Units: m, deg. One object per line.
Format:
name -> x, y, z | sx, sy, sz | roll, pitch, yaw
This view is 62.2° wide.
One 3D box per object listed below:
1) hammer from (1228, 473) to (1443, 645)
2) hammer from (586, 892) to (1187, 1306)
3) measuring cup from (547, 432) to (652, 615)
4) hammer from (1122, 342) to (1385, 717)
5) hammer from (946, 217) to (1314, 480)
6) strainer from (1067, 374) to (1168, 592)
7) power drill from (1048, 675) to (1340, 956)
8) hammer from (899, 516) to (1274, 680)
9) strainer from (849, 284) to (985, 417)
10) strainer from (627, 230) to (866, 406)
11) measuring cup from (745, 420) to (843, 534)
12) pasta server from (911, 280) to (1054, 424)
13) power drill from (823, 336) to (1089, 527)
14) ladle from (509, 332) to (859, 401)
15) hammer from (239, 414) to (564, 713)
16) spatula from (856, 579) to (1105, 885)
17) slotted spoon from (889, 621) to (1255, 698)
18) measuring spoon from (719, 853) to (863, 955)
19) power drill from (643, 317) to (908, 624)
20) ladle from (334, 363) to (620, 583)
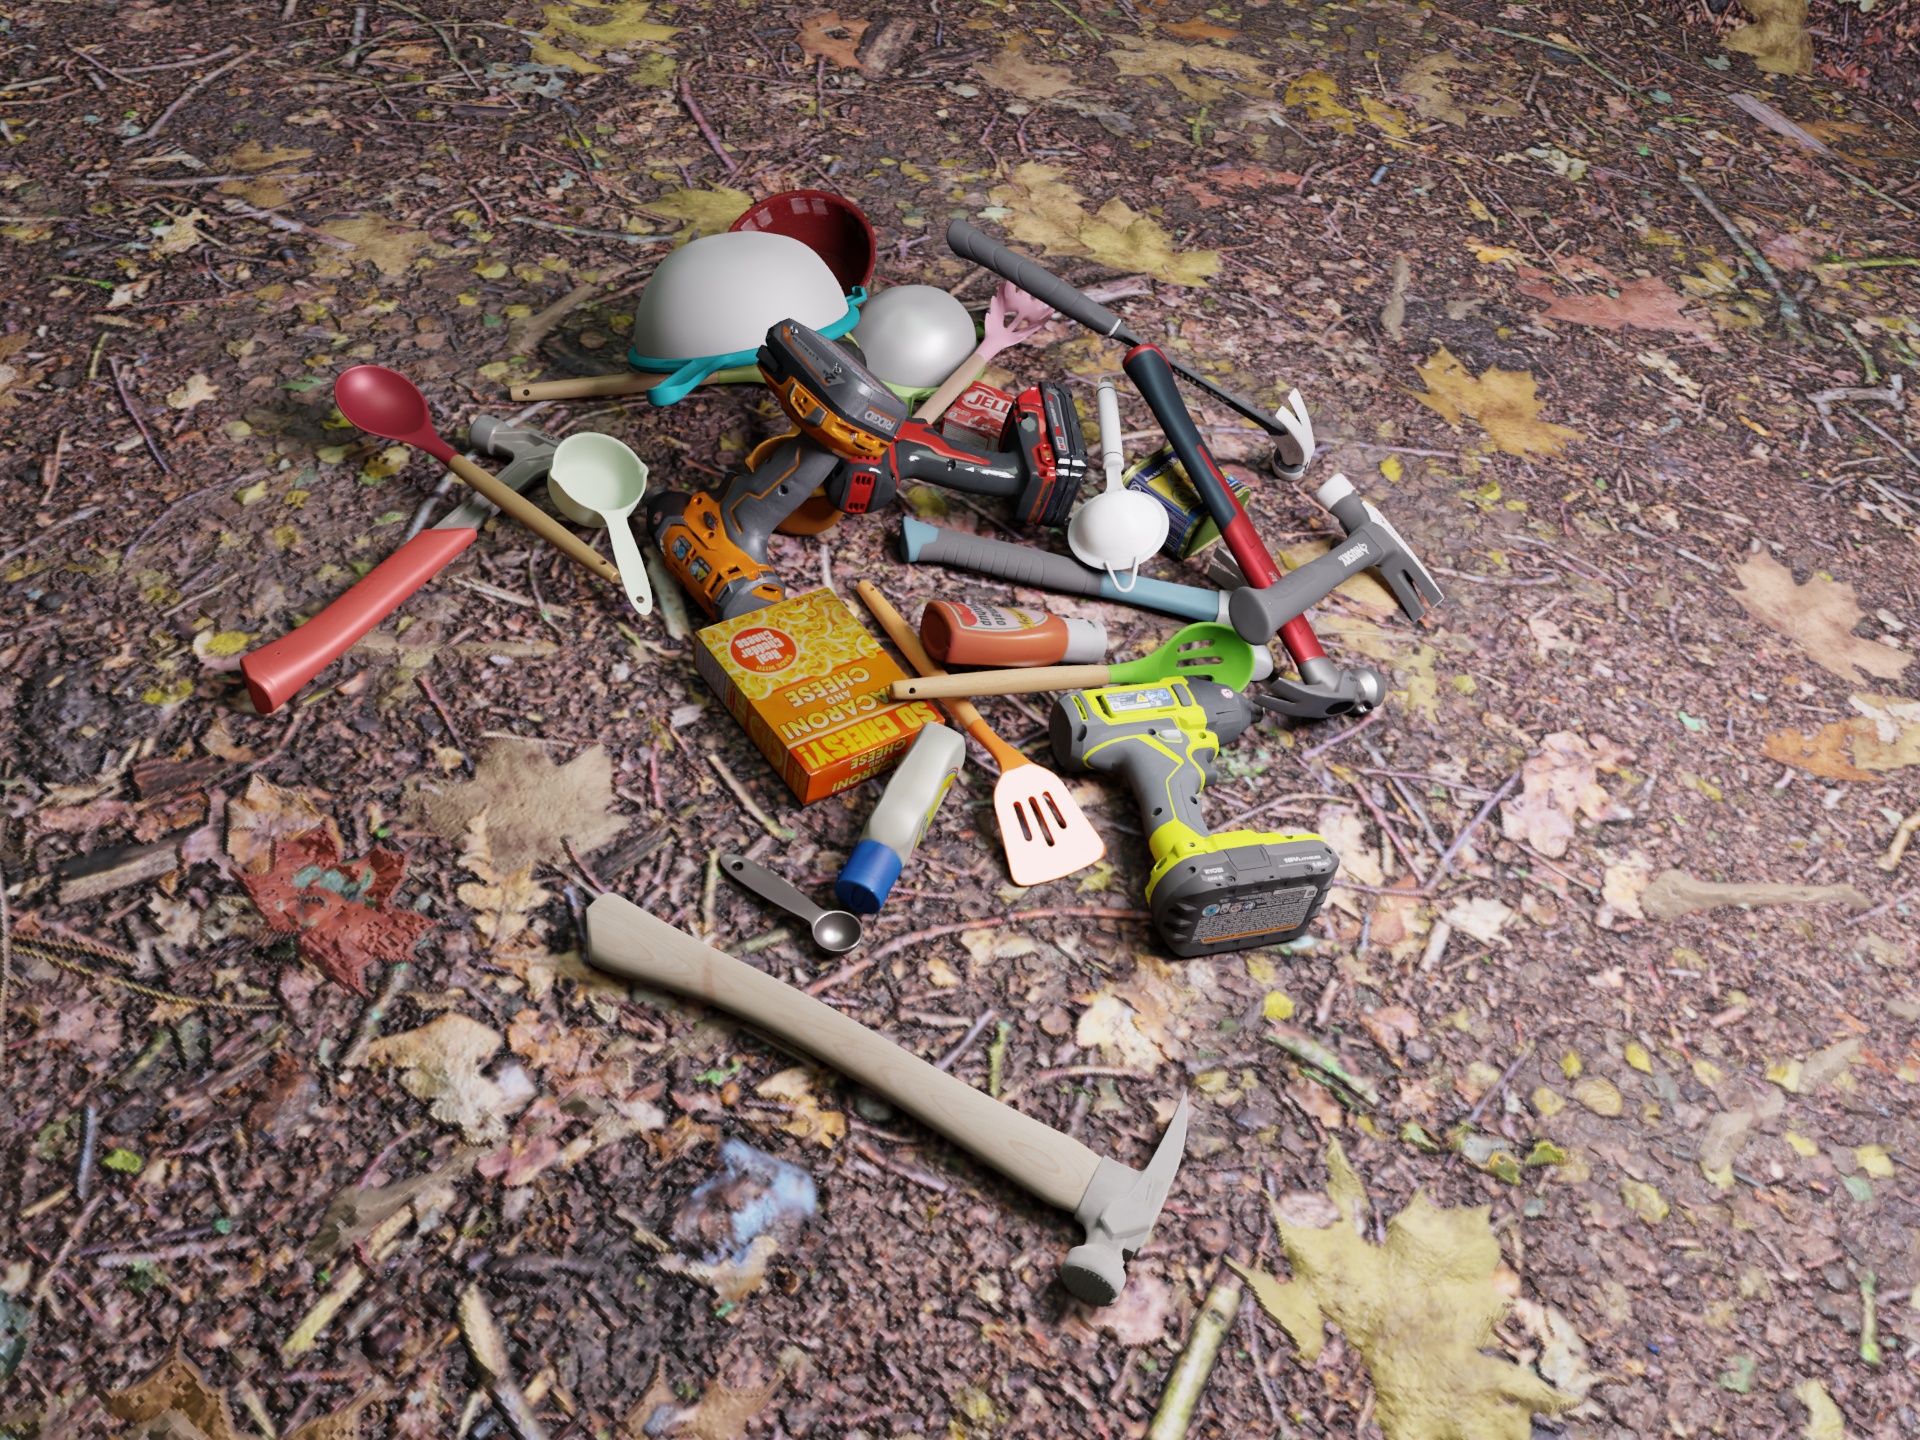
hammer -> 0.300, -0.114, 1.302 | 0.146, 0.035, 0.335 | 51, 35, 7
hammer -> -0.057, 0.208, 1.014 | 0.411, 0.038, 0.146 | 26, 46, 13
measuring cup -> -0.283, -0.152, 1.283 | 0.083, 0.038, 0.168 | -10, 71, -33
hammer -> 0.219, -0.169, 1.342 | 0.143, 0.038, 0.387 | 0, 56, -42
hammer -> 0.157, -0.361, 1.498 | 0.409, 0.149, 0.036 | 34, 87, 12
strainer -> 0.132, -0.221, 1.392 | 0.087, 0.050, 0.259 | -8, 50, 10
power drill -> 0.181, 0.057, 1.180 | 0.171, 0.080, 0.223 | -6, 46, -17
hammer -> 0.107, -0.121, 1.359 | 0.331, 0.033, 0.128 | 13, 47, 0
strainer -> -0.050, -0.345, 1.512 | 0.151, 0.069, 0.257 | 9, 45, -3
strainer -> -0.210, -0.352, 1.351 | 0.211, 0.095, 0.340 | -5, 25, 12
measuring cup -> -0.142, -0.230, 1.399 | 0.095, 0.052, 0.174 | 3, 45, -9
pasta server -> 0.007, -0.332, 1.494 | 0.060, 0.040, 0.316 | 33, 48, 3
power drill -> -0.017, -0.252, 1.369 | 0.226, 0.080, 0.188 | 3, 51, -16
ladle -> -0.248, -0.315, 1.455 | 0.320, 0.078, 0.062 | -9, 8, -14
hammer -> -0.418, -0.123, 1.250 | 0.149, 0.036, 0.359 | 24, 47, 11
spatula -> -0.002, -0.004, 1.236 | 0.081, 0.041, 0.323 | -17, 49, -26
slotted spoon -> 0.091, -0.036, 1.246 | 0.313, 0.070, 0.031 | -5, 12, -24
measuring spoon -> -0.119, 0.127, 1.096 | 0.124, 0.018, 0.034 | 30, 48, 25
power drill -> -0.161, -0.200, 1.266 | 0.164, 0.226, 0.084 | 45, 17, 29
ladle -> -0.389, -0.197, 1.285 | 0.315, 0.031, 0.069 | 35, 52, 18
